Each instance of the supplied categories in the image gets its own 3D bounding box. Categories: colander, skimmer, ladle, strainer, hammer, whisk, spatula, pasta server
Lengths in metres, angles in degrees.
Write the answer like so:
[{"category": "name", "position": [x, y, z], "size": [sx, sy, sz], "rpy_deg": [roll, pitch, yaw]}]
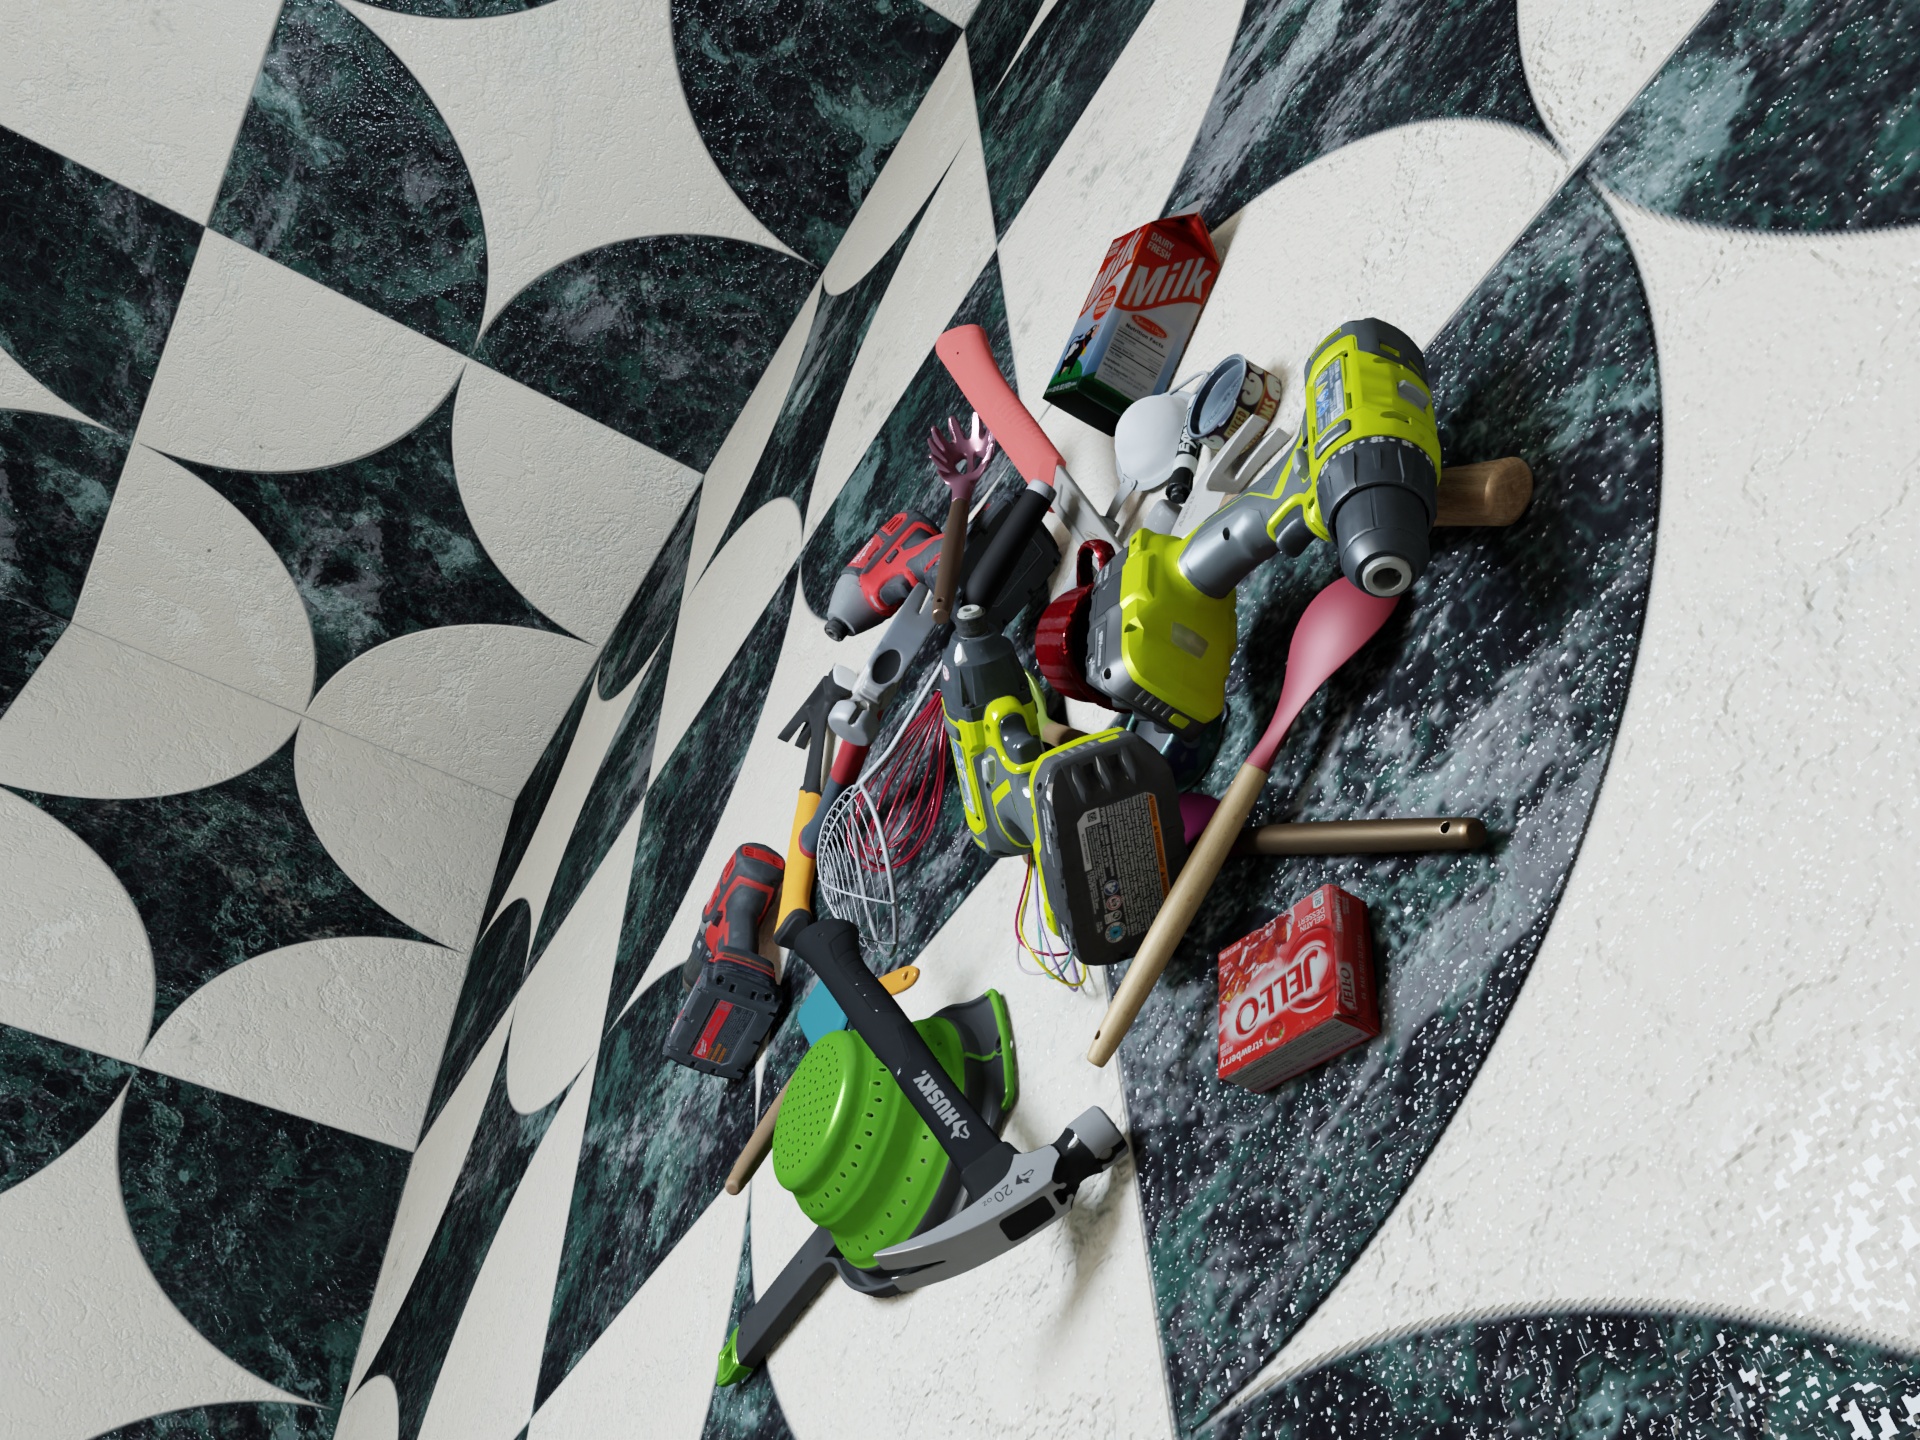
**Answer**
[{"category": "colander", "position": [-0.107, 0.337, 1.117], "size": [0.397, 0.094, 0.205], "rpy_deg": [-55, 22, 25]}, {"category": "skimmer", "position": [-0.002, -0.004, 1.175], "size": [0.363, 0.090, 0.127], "rpy_deg": [-60, 13, -6]}, {"category": "ladle", "position": [0.150, 0.049, 0.869], "size": [0.315, 0.031, 0.069], "rpy_deg": [-61, 17, -2]}, {"category": "strainer", "position": [0.116, -0.158, 1.225], "size": [0.087, 0.050, 0.258], "rpy_deg": [40, 108, 54]}, {"category": "hammer", "position": [0.056, -0.198, 1.251], "size": [0.149, 0.036, 0.359], "rpy_deg": [-56, 43, 26]}, {"category": "whisk", "position": [0.052, 0.099, 1.070], "size": [0.245, 0.047, 0.051], "rpy_deg": [-99, 16, -63]}, {"category": "spatula", "position": [-0.135, 0.277, 1.243], "size": [0.082, 0.044, 0.317], "rpy_deg": [-55, -1, 18]}, {"category": "ladle", "position": [0.059, 0.007, 1.094], "size": [0.320, 0.062, 0.078], "rpy_deg": [-154, 84, -76]}, {"category": "hammer", "position": [-0.037, 0.214, 0.990], "size": [0.146, 0.035, 0.335], "rpy_deg": [-35, 31, -10]}, {"category": "whisk", "position": [-0.020, -0.003, 1.354], "size": [0.073, 0.073, 0.296], "rpy_deg": [-23, 40, 61]}, {"category": "hammer", "position": [0.218, -0.129, 0.946], "size": [0.130, 0.031, 0.331], "rpy_deg": [-67, 21, -5]}, {"category": "hammer", "position": [-0.089, 0.024, 1.370], "size": [0.143, 0.038, 0.386], "rpy_deg": [-60, -1, -27]}, {"category": "hammer", "position": [-0.159, 0.095, 1.610], "size": [0.127, 0.034, 0.337], "rpy_deg": [-48, 26, 36]}, {"category": "pasta server", "position": [-0.004, -0.166, 1.269], "size": [0.060, 0.040, 0.316], "rpy_deg": [-10, 32, 11]}]

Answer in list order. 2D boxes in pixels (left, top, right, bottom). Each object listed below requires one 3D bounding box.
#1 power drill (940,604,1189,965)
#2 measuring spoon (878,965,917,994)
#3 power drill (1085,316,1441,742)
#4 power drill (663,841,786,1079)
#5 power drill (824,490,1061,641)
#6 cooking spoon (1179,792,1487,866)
[{"category": "power drill", "position": [0.050, 0.035, 0.968], "size": [0.223, 0.080, 0.171], "rpy_deg": [-135, 30, -60]}, {"category": "measuring spoon", "position": [-0.064, 0.211, 1.275], "size": [0.117, 0.011, 0.021], "rpy_deg": [-32, 38, 56]}, {"category": "power drill", "position": [0.167, -0.089, 0.865], "size": [0.228, 0.080, 0.191], "rpy_deg": [-44, 25, 39]}, {"category": "power drill", "position": [-0.234, 0.248, 1.563], "size": [0.187, 0.080, 0.227], "rpy_deg": [-60, 17, 25]}, {"category": "power drill", "position": [-0.028, -0.125, 1.374], "size": [0.143, 0.078, 0.220], "rpy_deg": [-51, 27, -23]}, {"category": "cooking spoon", "position": [0.170, 0.064, 0.860], "size": [0.319, 0.017, 0.069], "rpy_deg": [-12, 55, 66]}]
